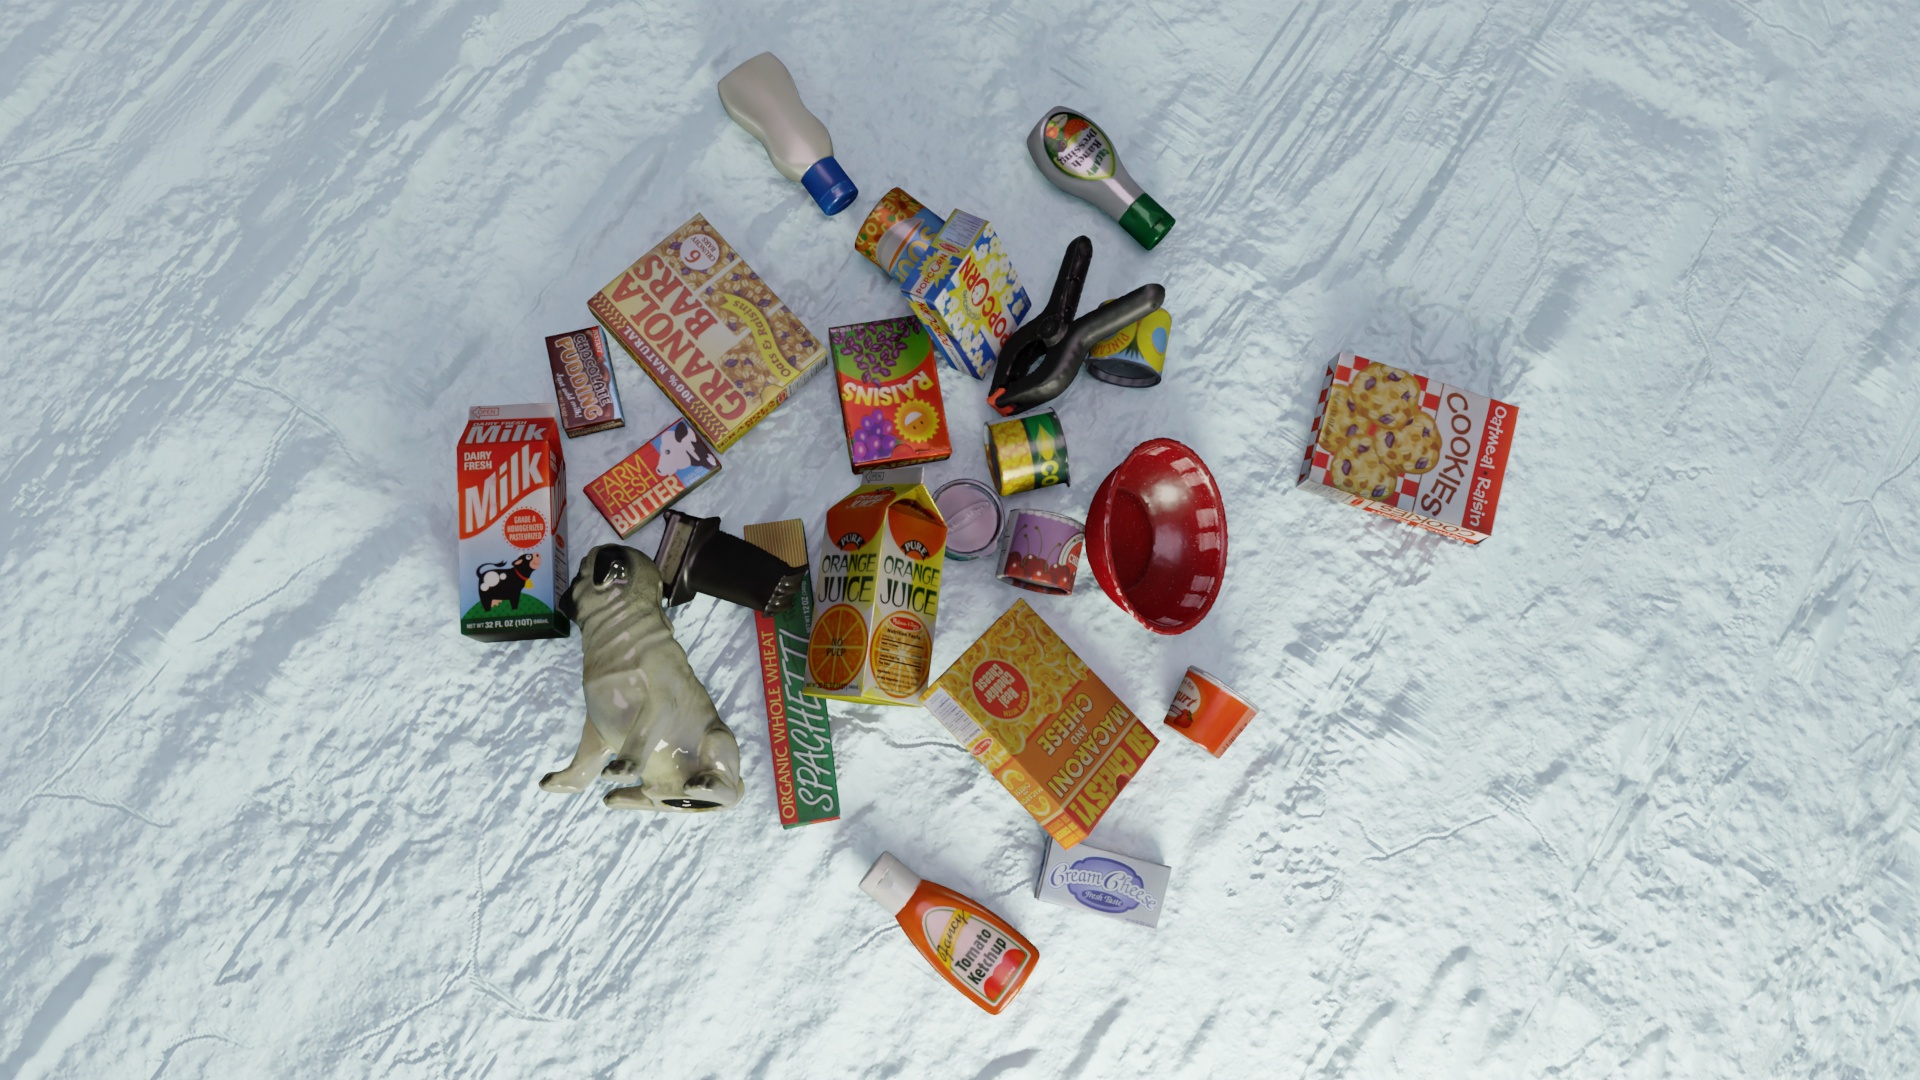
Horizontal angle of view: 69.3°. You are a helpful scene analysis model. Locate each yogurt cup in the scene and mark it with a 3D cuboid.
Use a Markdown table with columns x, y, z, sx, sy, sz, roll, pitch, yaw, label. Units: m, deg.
| x | y | z | sx | sy | sz | roll | pitch | yaw | label |
| --- | --- | --- | --- | --- | --- | --- | --- | --- | --- |
| 0.203 | 0.143 | 1.143 | 0.072 | 0.072 | 0.054 | 33 | 87 | 1 | yogurt cup |

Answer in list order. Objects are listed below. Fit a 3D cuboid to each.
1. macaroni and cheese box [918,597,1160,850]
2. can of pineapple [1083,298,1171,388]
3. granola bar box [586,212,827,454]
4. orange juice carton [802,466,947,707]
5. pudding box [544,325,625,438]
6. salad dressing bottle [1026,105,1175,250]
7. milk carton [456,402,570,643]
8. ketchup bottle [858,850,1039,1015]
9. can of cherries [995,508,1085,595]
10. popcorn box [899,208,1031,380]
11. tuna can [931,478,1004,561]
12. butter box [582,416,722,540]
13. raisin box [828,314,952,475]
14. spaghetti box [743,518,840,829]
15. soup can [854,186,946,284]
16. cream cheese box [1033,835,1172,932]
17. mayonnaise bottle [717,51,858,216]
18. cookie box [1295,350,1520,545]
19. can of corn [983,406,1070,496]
| x | y | z | sx | sy | sz | roll | pitch | yaw | label |
| --- | --- | --- | --- | --- | --- | --- | --- | --- | --- |
| 0.066 | 0.144 | 1.111 | 0.166 | 0.040 | 0.124 | 45 | 48 | 3 | macaroni and cheese box |
| 0.144 | -0.170 | 1.191 | 0.071 | 0.071 | 0.058 | 13 | 78 | -3 | can of pineapple |
| -0.212 | -0.175 | 1.172 | 0.124 | 0.039 | 0.165 | -42 | 86 | -11 | granola bar box |
| -0.066 | 0.035 | 1.117 | 0.073 | 0.071 | 0.193 | 18 | 74 | -45 | orange juice carton |
| -0.313 | -0.132 | 1.158 | 0.050 | 0.030 | 0.084 | -12 | 81 | -9 | pudding box |
| 0.126 | -0.319 | 1.230 | 0.147 | 0.044 | 0.064 | 44 | 80 | 3 | salad dressing bottle |
| -0.357 | -0.017 | 1.110 | 0.072 | 0.073 | 0.191 | -3 | 80 | -6 | milk carton |
| -0.012 | 0.306 | 1.100 | 0.149 | 0.043 | 0.065 | 38 | 78 | 3 | ketchup bottle |
| 0.069 | 0.011 | 1.150 | 0.071 | 0.071 | 0.058 | 14 | 79 | -3 | can of cherries |
| 0.007 | -0.202 | 1.155 | 0.038 | 0.126 | 0.085 | 27 | 78 | 29 | popcorn box |
| 0.004 | -0.015 | 1.166 | 0.071 | 0.032 | 0.071 | 1 | 79 | -5 | tuna can |
| -0.255 | -0.051 | 1.152 | 0.104 | 0.024 | 0.053 | -37 | 86 | -11 | butter box |
| -0.060 | -0.124 | 1.178 | 0.086 | 0.040 | 0.123 | -9 | 81 | -8 | raisin box |
| -0.137 | 0.107 | 1.132 | 0.050 | 0.028 | 0.250 | -8 | 80 | -6 | spaghetti box |
| -0.040 | -0.251 | 1.187 | 0.084 | 0.071 | 0.071 | 36 | 78 | 2 | soup can |
| 0.115 | 0.278 | 1.127 | 0.104 | 0.024 | 0.053 | 15 | 78 | -3 | cream cheese box |
| -0.147 | -0.351 | 1.211 | 0.065 | 0.041 | 0.148 | -36 | 86 | -9 | mayonnaise bottle |
| 0.392 | -0.081 | 1.215 | 0.167 | 0.040 | 0.123 | 17 | 78 | -1 | cookie box |
| 0.055 | -0.072 | 1.165 | 0.058 | 0.071 | 0.071 | -13 | 81 | -7 | can of corn |
